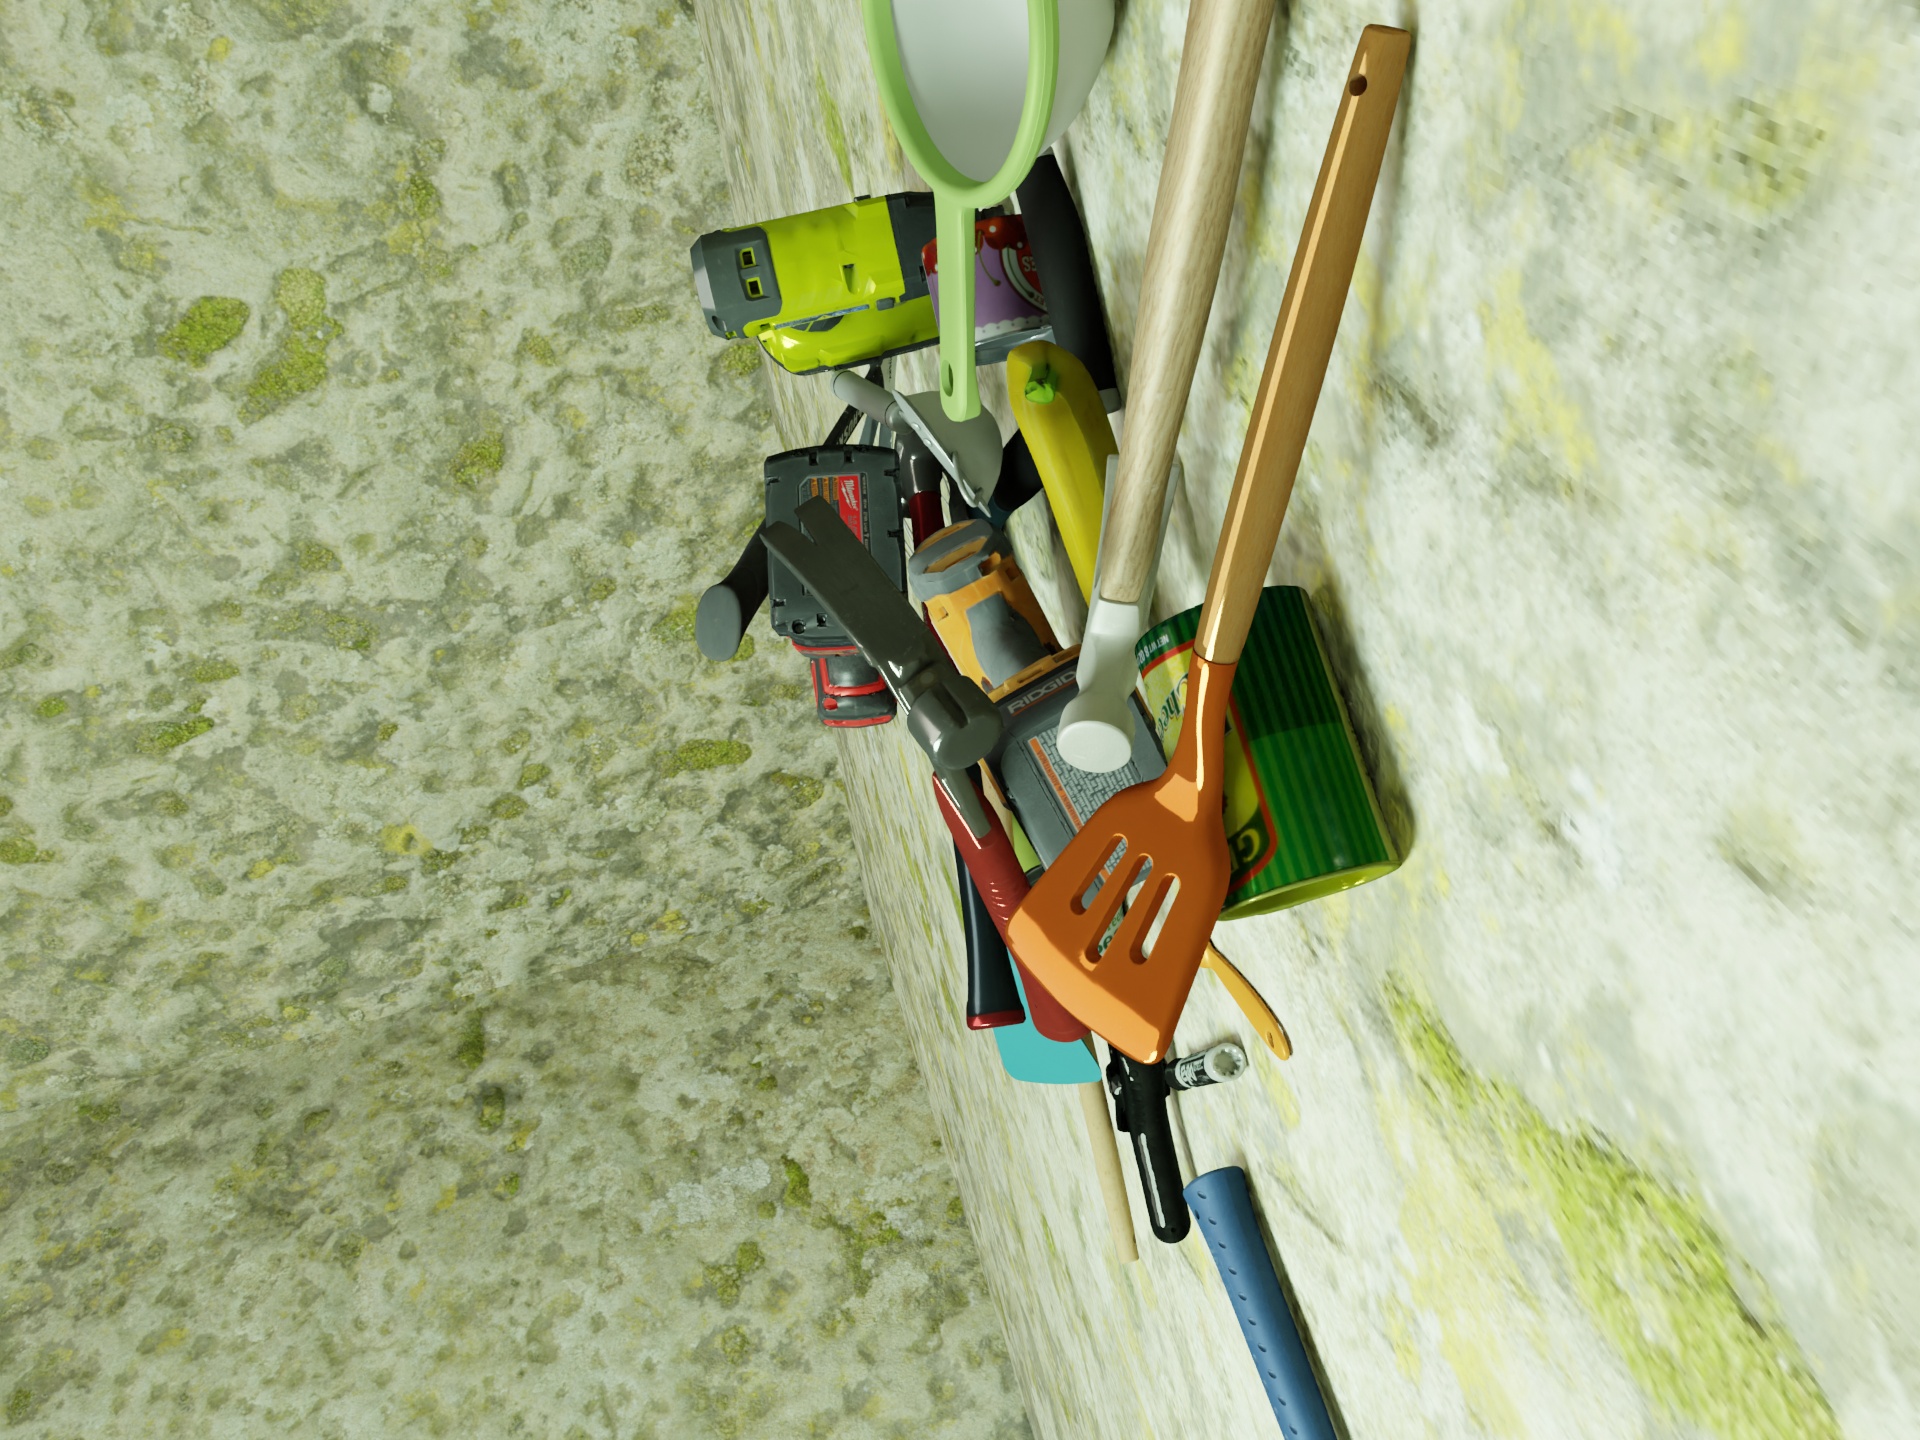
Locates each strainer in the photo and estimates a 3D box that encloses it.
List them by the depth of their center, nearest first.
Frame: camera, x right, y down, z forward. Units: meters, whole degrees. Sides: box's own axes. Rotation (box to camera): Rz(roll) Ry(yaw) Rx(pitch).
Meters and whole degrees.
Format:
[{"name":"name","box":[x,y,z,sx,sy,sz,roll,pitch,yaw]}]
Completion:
[{"name":"strainer","box":[0.020,-0.245,0.663,0.152,0.069,0.256,50,151,42]},{"name":"strainer","box":[-0.030,-0.176,0.918,0.086,0.050,0.259,51,175,-33]}]

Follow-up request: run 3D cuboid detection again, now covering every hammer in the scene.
[{"name":"hammer","box":[0.073,-0.134,0.559,0.331,0.031,0.130,95,-173,-48]},{"name":"hammer","box":[0.007,0.054,0.753,0.149,0.037,0.358,51,170,37]},{"name":"hammer","box":[0.191,0.414,0.756,0.144,0.035,0.406,89,165,-56]},{"name":"hammer","box":[0.029,-0.143,0.950,0.331,0.033,0.128,155,102,-82]},{"name":"hammer","box":[-0.002,-0.003,0.995,0.143,0.038,0.386,118,145,-75]},{"name":"hammer","box":[-0.102,-0.166,1.107,0.409,0.036,0.149,-70,-12,-51]}]

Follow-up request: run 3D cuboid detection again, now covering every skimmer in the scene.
[{"name":"skimmer","box":[-0.005,-0.309,0.707,0.127,0.090,0.363,-9,98,50]}]

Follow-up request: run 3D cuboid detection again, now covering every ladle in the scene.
[{"name":"ladle","box":[0.068,0.208,1.090,0.078,0.062,0.320,23,-128,-65]}]

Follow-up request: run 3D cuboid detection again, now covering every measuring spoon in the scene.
[{"name":"measuring spoon","box":[0.133,0.134,0.774,0.117,0.011,0.021,-124,22,-68]}]

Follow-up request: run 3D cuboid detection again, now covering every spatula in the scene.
[{"name":"spatula","box":[0.078,-0.040,0.486,0.081,0.041,0.322,38,130,38]},{"name":"spatula","box":[0.033,0.086,1.063,0.082,0.044,0.317,-12,82,43]}]

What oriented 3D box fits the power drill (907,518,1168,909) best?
[{"name":"power drill","box":[0.051,0.008,0.842,0.185,0.084,0.226,60,-179,-29]}]

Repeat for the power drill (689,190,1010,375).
[{"name":"power drill","box":[-0.058,-0.261,0.941,0.223,0.171,0.080,-100,-2,-82]}]

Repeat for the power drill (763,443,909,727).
[{"name":"power drill","box":[-0.072,-0.085,0.996,0.219,0.078,0.143,94,173,-77]}]

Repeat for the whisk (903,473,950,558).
[{"name":"whisk","box":[0.008,-0.070,1.144,0.070,0.070,0.285,104,147,-73]}]
